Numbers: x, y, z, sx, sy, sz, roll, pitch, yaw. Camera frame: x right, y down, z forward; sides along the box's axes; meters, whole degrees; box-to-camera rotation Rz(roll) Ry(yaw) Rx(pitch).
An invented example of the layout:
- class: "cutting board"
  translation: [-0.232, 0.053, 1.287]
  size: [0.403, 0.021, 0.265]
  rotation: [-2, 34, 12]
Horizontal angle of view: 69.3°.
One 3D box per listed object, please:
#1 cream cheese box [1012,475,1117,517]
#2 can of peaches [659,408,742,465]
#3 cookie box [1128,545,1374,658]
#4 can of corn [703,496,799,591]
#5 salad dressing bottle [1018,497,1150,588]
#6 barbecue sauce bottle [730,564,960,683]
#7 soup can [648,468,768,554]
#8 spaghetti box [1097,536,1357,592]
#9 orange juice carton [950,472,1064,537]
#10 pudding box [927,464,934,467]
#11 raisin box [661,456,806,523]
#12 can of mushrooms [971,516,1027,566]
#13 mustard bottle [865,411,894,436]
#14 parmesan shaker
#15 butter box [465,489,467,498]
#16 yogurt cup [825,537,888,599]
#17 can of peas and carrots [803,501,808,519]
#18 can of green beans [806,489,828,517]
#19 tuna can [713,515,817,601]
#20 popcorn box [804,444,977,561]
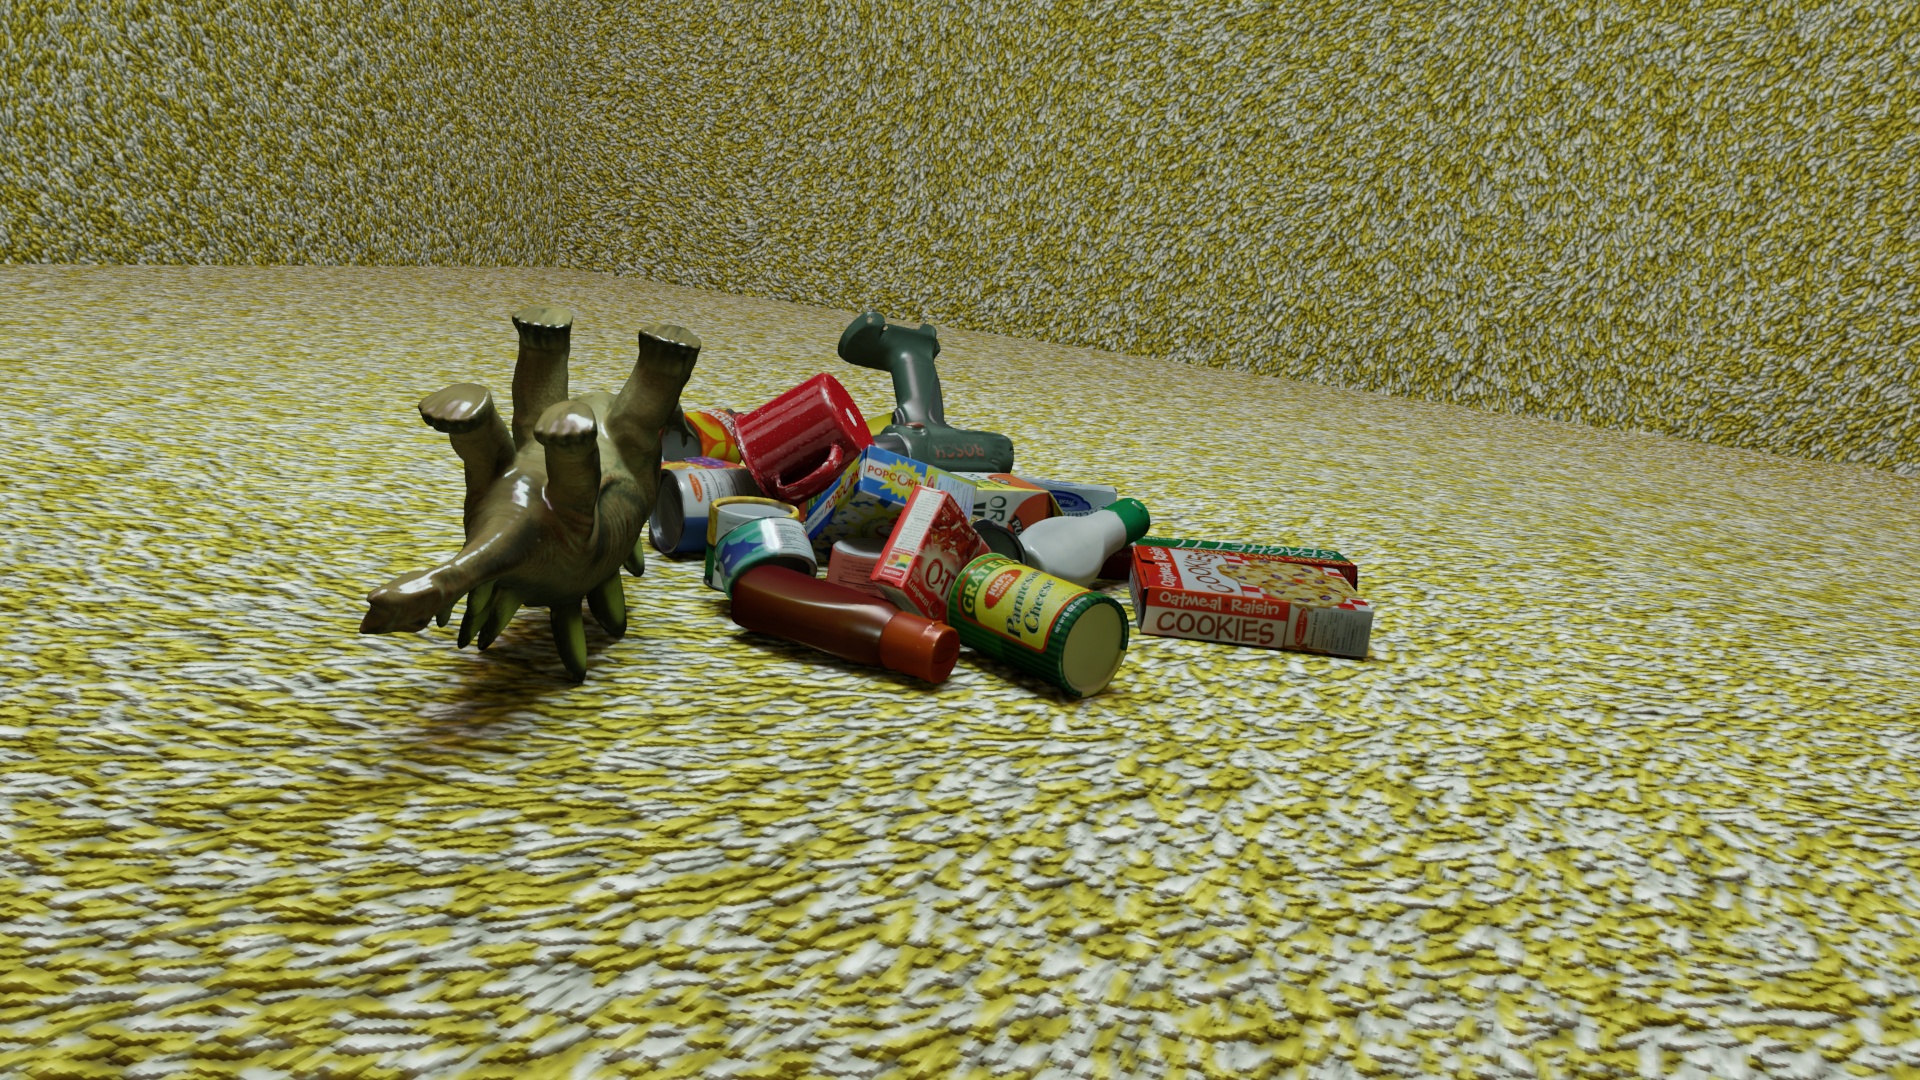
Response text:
- class: "cream cheese box"
  translation: [0.088, -0.027, 1.264]
  size: [0.104, 0.053, 0.024]
  rotation: [6, 15, -2]
- class: "can of peaches"
  translation: [-0.252, -0.095, 1.346]
  size: [0.071, 0.071, 0.058]
  rotation: [15, 17, 30]
- class: "cookie box"
  translation: [0.216, 0.044, 1.062]
  size: [0.167, 0.040, 0.123]
  rotation: [7, 14, 1]
- class: "can of corn"
  translation: [-0.154, 0.002, 1.022]
  size: [0.071, 0.058, 0.071]
  rotation: [6, 14, -1]
- class: "salad dressing bottle"
  translation: [0.097, 0.003, 1.099]
  size: [0.064, 0.043, 0.148]
  rotation: [46, 42, 18]
- class: "barbecue sauce bottle"
  translation: [-0.072, 0.053, 0.885]
  size: [0.148, 0.043, 0.065]
  rotation: [15, 11, 29]
- class: "soup can"
  translation: [-0.196, -0.023, 1.096]
  size: [0.084, 0.071, 0.071]
  rotation: [-3, 16, -37]
- class: "spaghetti box"
  translation: [0.214, 0.020, 1.185]
  size: [0.250, 0.028, 0.050]
  rotation: [4, 15, -8]
- class: "orange juice carton"
  translation: [0.004, -0.014, 1.131]
  size: [0.193, 0.073, 0.072]
  rotation: [0, 13, -25]
- class: "pudding box"
  translation: [-0.048, -0.041, 1.264]
  size: [0.030, 0.049, 0.084]
  rotation: [8, 14, 13]
- class: "raisin box"
  translation: [-0.208, -0.041, 1.213]
  size: [0.123, 0.040, 0.086]
  rotation: [14, 16, 30]
- class: "can of mushrooms"
  translation: [0.013, 0.015, 1.023]
  size: [0.071, 0.071, 0.033]
  rotation: [0, 13, -24]
- class: "mustard bottle"
  translation: [-0.085, -0.101, 1.469]
  size: [0.049, 0.065, 0.161]
  rotation: [22, 24, 37]
- class: "parmesan shaker"
  translation: [0.051, 0.051, 0.894]
  size: [0.071, 0.071, 0.103]
  rotation: [-6, 18, -42]
- class: "butter box"
  translation: [-0.350, -0.033, 1.144]
  size: [0.103, 0.024, 0.053]
  rotation: [12, 15, 20]
- class: "yogurt cup"
  translation: [-0.063, 0.030, 0.960]
  size: [0.072, 0.053, 0.072]
  rotation: [5, 14, -1]
- class: "can of peas and carrots"
  translation: [-0.115, -0.052, 1.247]
  size: [0.059, 0.070, 0.071]
  rotation: [-2, 16, -31]
- class: "can of green beans"
  translation: [-0.097, -0.030, 1.179]
  size: [0.071, 0.057, 0.071]
  rotation: [6, 13, -1]
- class: "tuna can"
  translation: [-0.136, 0.016, 0.956]
  size: [0.071, 0.070, 0.033]
  rotation: [-2, 54, -31]
- class: "popcorn box"
  translation: [-0.054, -0.016, 0.996]
  size: [0.085, 0.038, 0.126]
  rotation: [19, -28, -19]
